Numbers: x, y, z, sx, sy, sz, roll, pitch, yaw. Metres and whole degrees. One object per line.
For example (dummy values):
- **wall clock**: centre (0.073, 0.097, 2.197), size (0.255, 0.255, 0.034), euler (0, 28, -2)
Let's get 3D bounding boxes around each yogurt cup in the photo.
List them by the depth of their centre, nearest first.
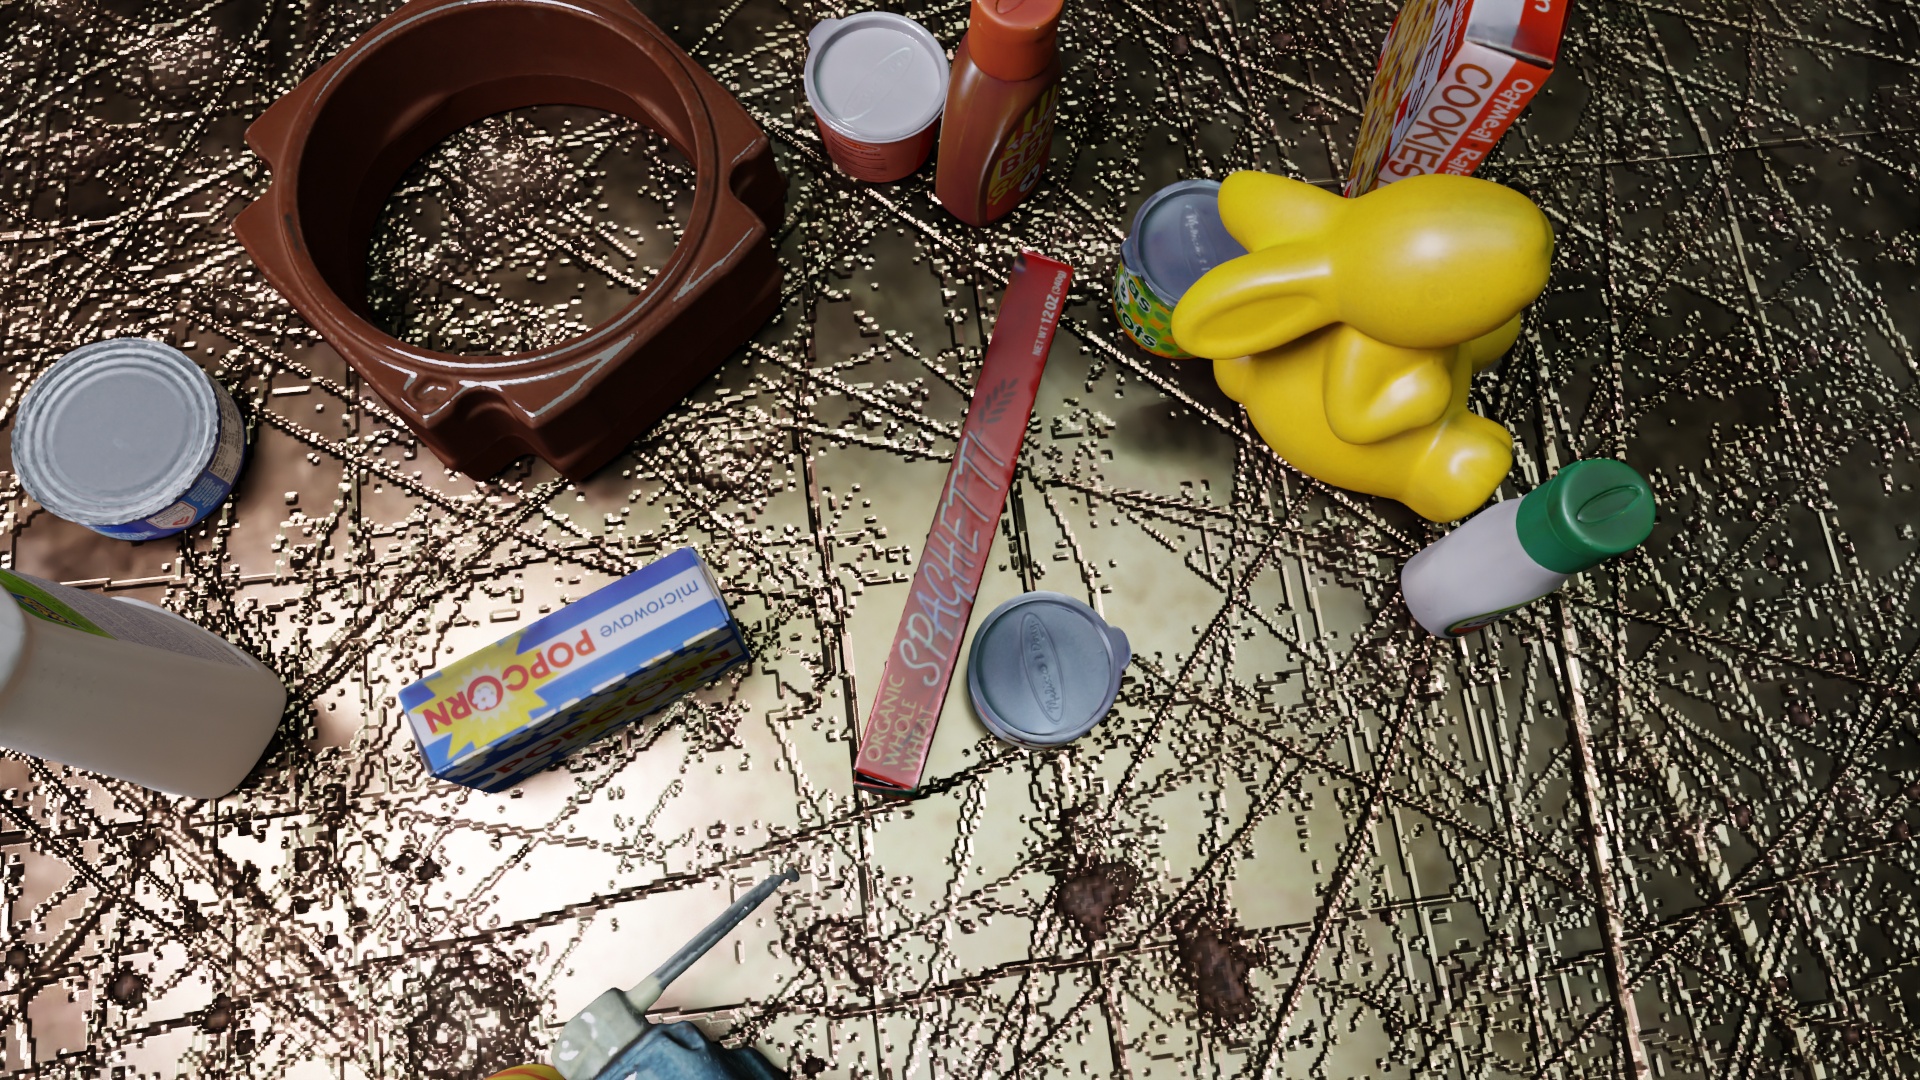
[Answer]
- **yogurt cup**: centre (-0.039, -0.208, 0.665), size (0.072, 0.053, 0.072), euler (1, 75, -3)

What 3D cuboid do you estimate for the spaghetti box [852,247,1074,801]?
- **spaghetti box**: centre (0.002, -0.008, 0.615), size (0.029, 0.050, 0.250), euler (17, 75, 1)

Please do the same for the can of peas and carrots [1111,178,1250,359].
- **can of peas and carrots**: centre (0.105, -0.124, 0.648), size (0.071, 0.058, 0.071), euler (1, 75, -3)

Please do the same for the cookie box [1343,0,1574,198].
- **cookie box**: centre (0.225, -0.220, 0.624), size (0.040, 0.167, 0.123), euler (17, 75, 2)

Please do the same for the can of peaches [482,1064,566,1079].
- **can of peaches**: centre (-0.171, 0.239, 0.534), size (0.071, 0.058, 0.071), euler (1, 75, -3)

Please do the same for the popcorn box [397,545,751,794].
- **popcorn box**: centre (-0.153, 0.055, 0.571), size (0.127, 0.085, 0.038), euler (-28, 78, -10)

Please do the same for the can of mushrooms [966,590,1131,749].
- **can of mushrooms**: centre (0.038, 0.057, 0.608), size (0.071, 0.033, 0.071), euler (1, 75, -3)

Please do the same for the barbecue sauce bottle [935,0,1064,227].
- **barbecue sauce bottle**: centre (0.019, -0.199, 0.617), size (0.044, 0.148, 0.065), euler (39, 77, 7)

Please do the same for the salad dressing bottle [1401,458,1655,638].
- **salad dressing bottle**: centre (0.231, 0.005, 0.574), size (0.064, 0.147, 0.044), euler (-23, 78, -9)
